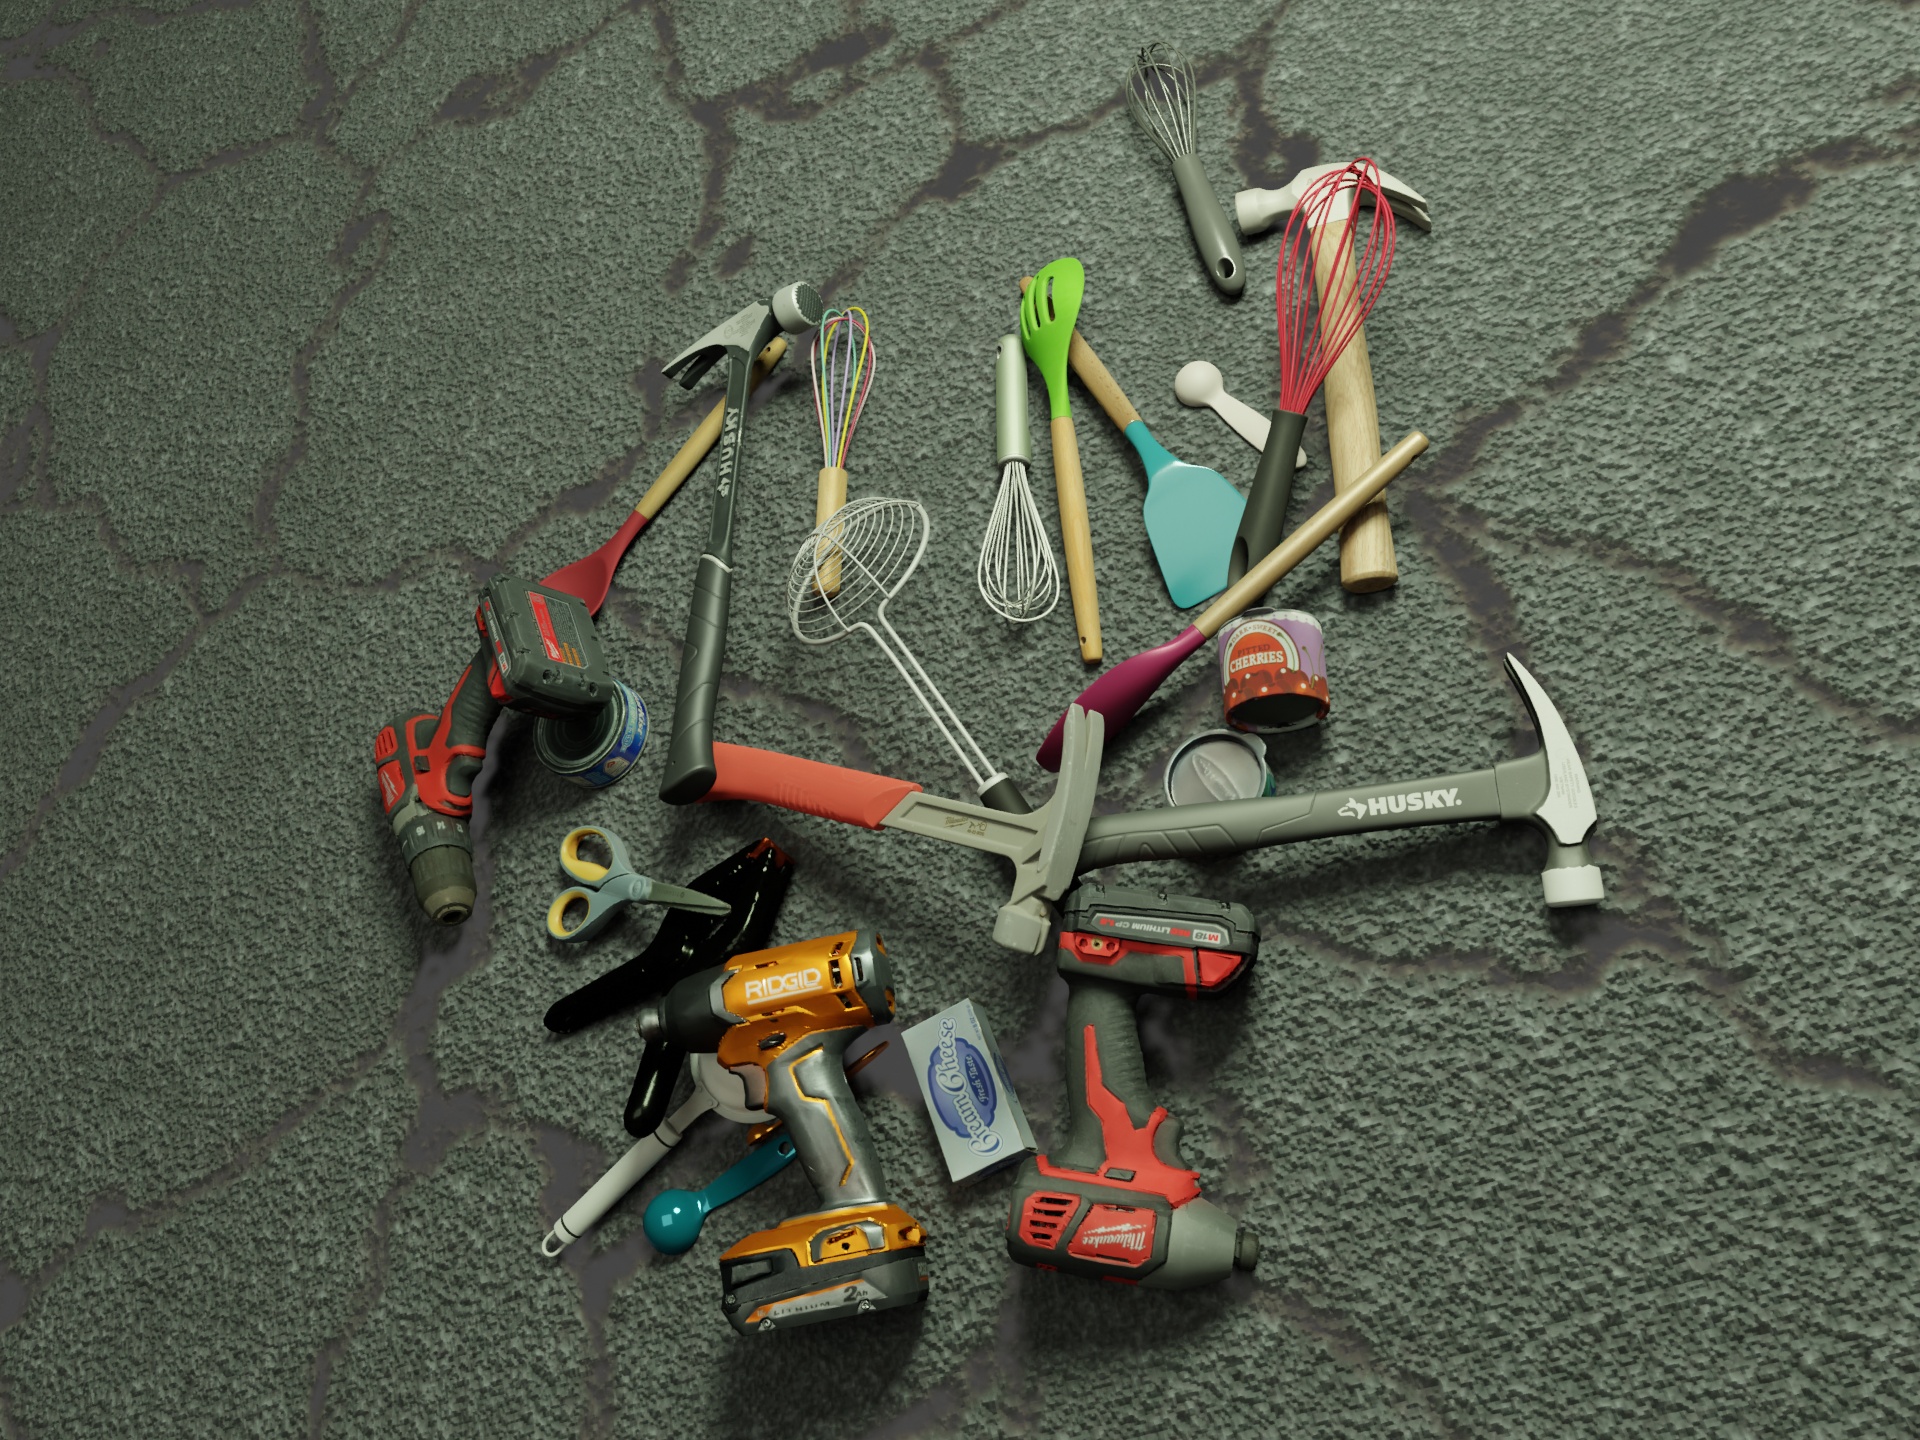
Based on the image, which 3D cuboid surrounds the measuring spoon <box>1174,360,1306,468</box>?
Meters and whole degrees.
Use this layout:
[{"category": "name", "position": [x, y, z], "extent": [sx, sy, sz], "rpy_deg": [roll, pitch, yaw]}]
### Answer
[{"category": "measuring spoon", "position": [0.194, -0.213, 1.103], "extent": [0.034, 0.018, 0.124], "rpy_deg": [-45, 59, 1]}]

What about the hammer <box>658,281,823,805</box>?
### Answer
[{"category": "hammer", "position": [-0.183, -0.133, 1.181], "extent": [0.149, 0.036, 0.409], "rpy_deg": [-14, 61, 35]}]

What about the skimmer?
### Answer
[{"category": "skimmer", "position": [-0.002, -0.003, 1.082], "extent": [0.127, 0.090, 0.363], "rpy_deg": [-39, 73, 13]}]

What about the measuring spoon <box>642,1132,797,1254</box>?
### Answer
[{"category": "measuring spoon", "position": [-0.158, 0.305, 1.041], "extent": [0.128, 0.021, 0.042], "rpy_deg": [-35, 59, 8]}]

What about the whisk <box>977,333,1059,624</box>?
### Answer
[{"category": "whisk", "position": [0.040, -0.178, 1.146], "extent": [0.059, 0.057, 0.247], "rpy_deg": [5, 64, -11]}]

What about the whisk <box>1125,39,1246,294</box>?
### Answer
[{"category": "whisk", "position": [0.171, -0.414, 1.184], "extent": [0.055, 0.055, 0.239], "rpy_deg": [-21, 66, 15]}]

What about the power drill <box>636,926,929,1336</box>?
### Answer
[{"category": "power drill", "position": [-0.110, 0.253, 0.980], "extent": [0.164, 0.084, 0.227], "rpy_deg": [-12, 71, 3]}]

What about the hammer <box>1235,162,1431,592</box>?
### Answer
[{"category": "hammer", "position": [0.263, -0.239, 1.076], "extent": [0.130, 0.031, 0.332], "rpy_deg": [-10, 66, 21]}]

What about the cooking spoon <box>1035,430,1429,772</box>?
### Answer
[{"category": "cooking spoon", "position": [0.173, -0.073, 1.017], "extent": [0.319, 0.068, 0.017], "rpy_deg": [-42, 58, 6]}]

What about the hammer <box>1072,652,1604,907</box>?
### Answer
[{"category": "hammer", "position": [0.196, 0.053, 0.946], "extent": [0.335, 0.035, 0.146], "rpy_deg": [-8, 79, 14]}]

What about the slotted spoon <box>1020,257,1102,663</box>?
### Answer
[{"category": "slotted spoon", "position": [0.076, -0.189, 1.124], "extent": [0.070, 0.031, 0.314], "rpy_deg": [-27, 63, 50]}]

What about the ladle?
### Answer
[{"category": "ladle", "position": [-0.242, -0.186, 1.282], "extent": [0.069, 0.031, 0.315], "rpy_deg": [35, 84, 33]}]

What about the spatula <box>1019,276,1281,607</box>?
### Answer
[{"category": "spatula", "position": [0.114, -0.217, 1.139], "extent": [0.082, 0.044, 0.318], "rpy_deg": [-33, 55, 8]}]

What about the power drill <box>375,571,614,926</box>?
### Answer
[{"category": "power drill", "position": [-0.355, 0.024, 1.183], "extent": [0.226, 0.080, 0.188], "rpy_deg": [-46, 50, 24]}]

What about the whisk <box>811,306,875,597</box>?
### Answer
[{"category": "whisk", "position": [-0.094, -0.211, 1.218], "extent": [0.047, 0.051, 0.245], "rpy_deg": [-4, 71, 17]}]

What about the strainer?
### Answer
[{"category": "strainer", "position": [-0.190, 0.271, 1.062], "extent": [0.258, 0.050, 0.087], "rpy_deg": [-45, 73, 5]}]

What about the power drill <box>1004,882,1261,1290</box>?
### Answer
[{"category": "power drill", "position": [0.111, 0.214, 0.923], "extent": [0.143, 0.078, 0.220], "rpy_deg": [7, 76, 11]}]

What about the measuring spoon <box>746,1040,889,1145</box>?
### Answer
[{"category": "measuring spoon", "position": [-0.094, 0.241, 1.039], "extent": [0.117, 0.021, 0.011], "rpy_deg": [-37, 71, 7]}]

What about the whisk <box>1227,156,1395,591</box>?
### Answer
[{"category": "whisk", "position": [0.220, -0.218, 1.034], "extent": [0.073, 0.073, 0.296], "rpy_deg": [18, 97, 29]}]

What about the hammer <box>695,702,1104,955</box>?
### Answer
[{"category": "hammer", "position": [-0.065, 0.042, 1.046], "extent": [0.359, 0.036, 0.149], "rpy_deg": [10, 83, 42]}]
